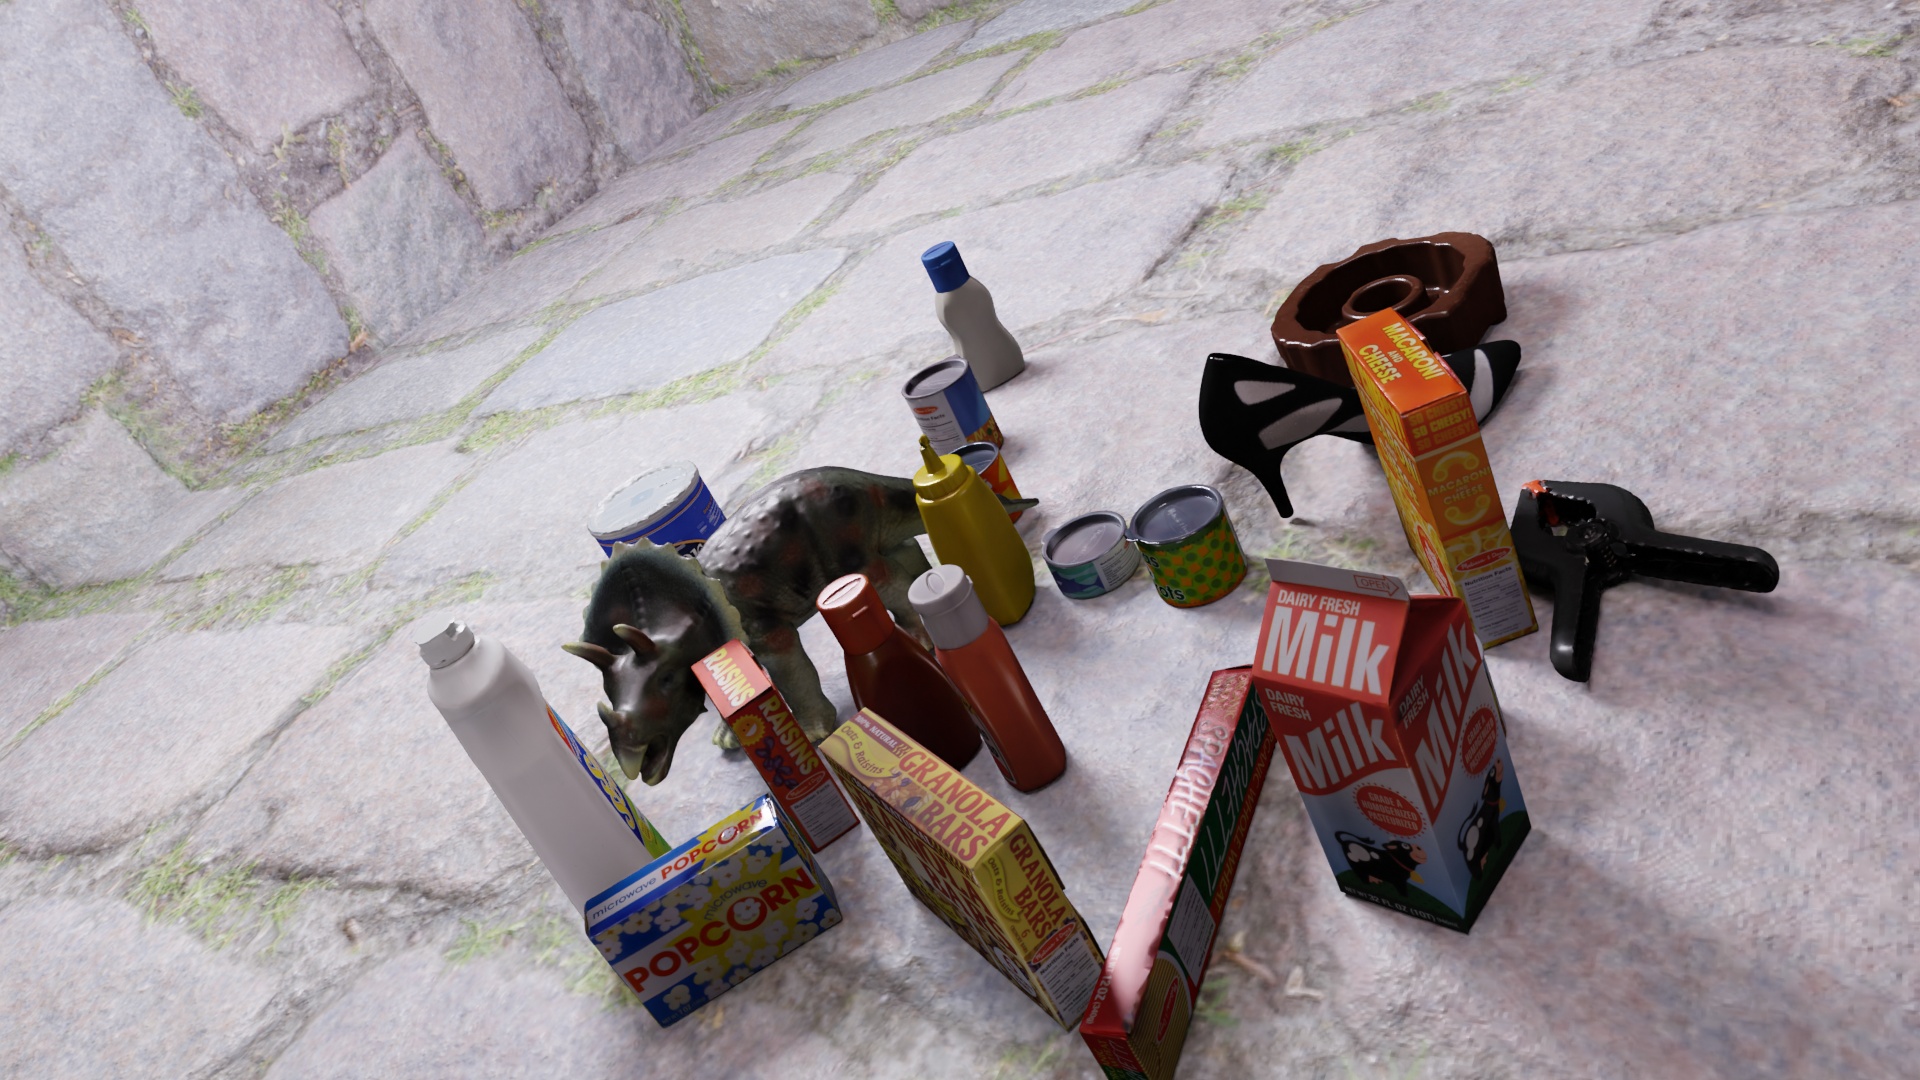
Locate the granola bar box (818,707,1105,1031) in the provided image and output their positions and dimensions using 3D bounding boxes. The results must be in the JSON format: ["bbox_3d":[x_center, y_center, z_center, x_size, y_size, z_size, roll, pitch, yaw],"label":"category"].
[{"bbox_3d":[0.001,0.169,0.740,0.039,0.123,0.166,-38,30,-18],"label":"granola bar box"}]

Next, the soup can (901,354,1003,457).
[{"bbox_3d":[-0.005,-0.115,1.263,0.071,0.083,0.072,-21,29,12],"label":"soup can"}]

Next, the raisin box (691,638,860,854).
[{"bbox_3d":[-0.121,0.133,0.907,0.040,0.123,0.086,-34,28,-11],"label":"raisin box"}]

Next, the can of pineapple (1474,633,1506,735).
[{"bbox_3d":[0.248,0.086,0.738,0.071,0.057,0.071,-21,29,12],"label":"can of pineapple"}]

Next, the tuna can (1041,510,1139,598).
[{"bbox_3d":[0.094,0.010,1.022,0.071,0.032,0.071,-21,29,12],"label":"tuna can"}]

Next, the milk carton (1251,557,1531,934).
[{"bbox_3d":[0.197,0.085,0.643,0.072,0.190,0.074,8,44,48],"label":"milk carton"}]

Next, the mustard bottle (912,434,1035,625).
[{"bbox_3d":[0.004,-0.013,1.003,0.048,0.159,0.066,-10,32,30],"label":"mustard bottle"}]

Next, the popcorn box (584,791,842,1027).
[{"bbox_3d":[-0.146,0.220,0.824,0.127,0.085,0.038,-30,28,-6],"label":"popcorn box"}]

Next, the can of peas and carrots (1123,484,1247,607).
[{"bbox_3d":[0.155,0.005,0.952,0.071,0.058,0.071,-21,29,12],"label":"can of peas and carrots"}]

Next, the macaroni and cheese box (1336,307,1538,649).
[{"bbox_3d":[0.276,-0.038,0.805,0.040,0.166,0.124,-22,28,10],"label":"macaroni and cheese box"}]

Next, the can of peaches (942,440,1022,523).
[{"bbox_3d":[0.012,-0.039,1.149,0.071,0.058,0.071,-21,29,12],"label":"can of peaches"}]

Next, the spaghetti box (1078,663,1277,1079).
[{"bbox_3d":[0.121,0.165,0.722,0.028,0.050,0.251,-7,34,33],"label":"spaghetti box"}]

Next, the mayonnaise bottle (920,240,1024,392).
[{"bbox_3d":[0.008,-0.220,1.359,0.065,0.147,0.041,-29,28,-3],"label":"mayonnaise bottle"}]

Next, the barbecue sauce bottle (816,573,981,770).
[{"bbox_3d":[-0.042,0.089,0.886,0.065,0.148,0.044,-35,29,-14],"label":"barbecue sauce bottle"}]

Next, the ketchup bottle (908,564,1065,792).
[{"bbox_3d":[0.016,0.082,0.847,0.043,0.148,0.065,-29,28,-3],"label":"ketchup bottle"}]
